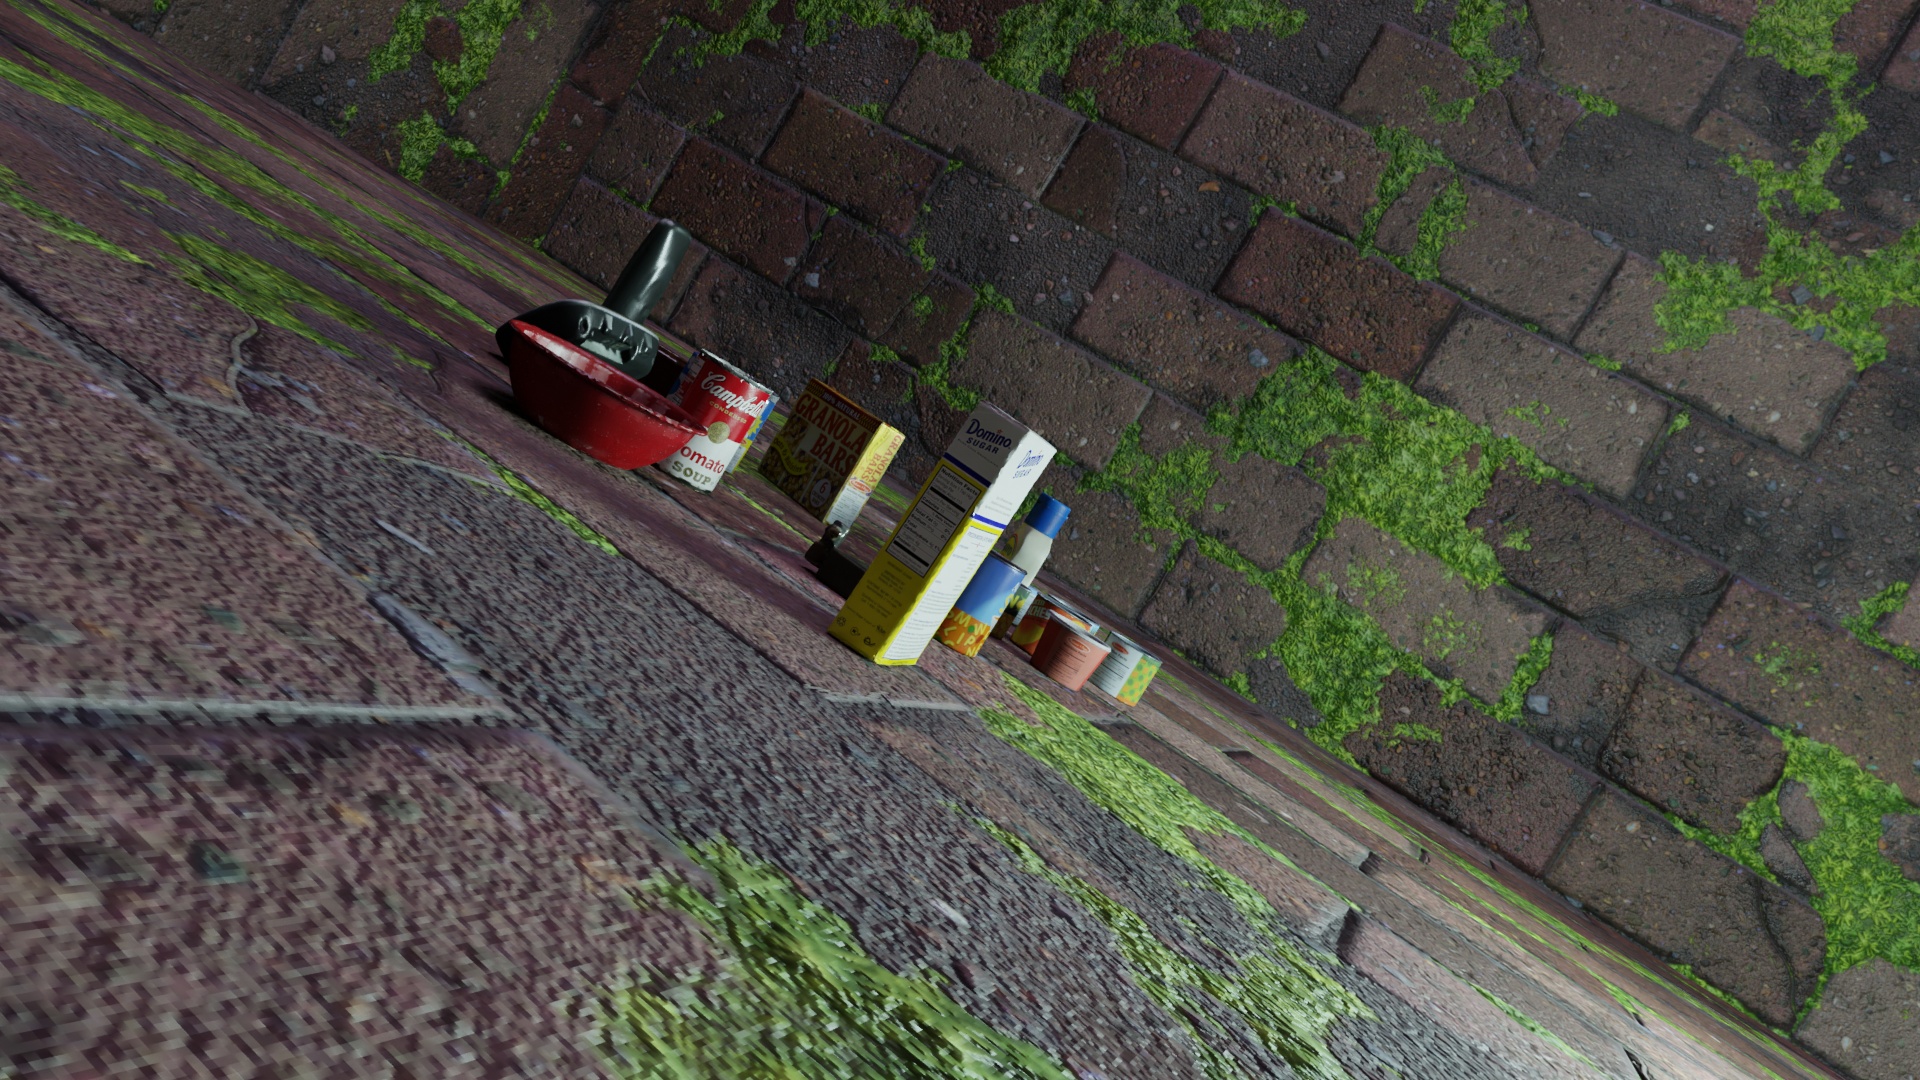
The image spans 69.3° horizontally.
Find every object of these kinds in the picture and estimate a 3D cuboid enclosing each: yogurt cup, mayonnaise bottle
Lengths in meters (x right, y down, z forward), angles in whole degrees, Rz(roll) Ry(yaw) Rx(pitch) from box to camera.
[{"bbox_3d":[0.104,0.109,1.341,0.072,0.054,0.072,31,3,-2],"label":"yogurt cup"},{"bbox_3d":[0.063,0.020,1.472,0.041,0.148,0.065,31,3,-15],"label":"mayonnaise bottle"}]

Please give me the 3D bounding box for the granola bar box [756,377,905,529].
[{"bbox_3d":[-0.145,-0.096,1.521,0.039,0.124,0.166,29,4,-41],"label":"granola bar box"}]

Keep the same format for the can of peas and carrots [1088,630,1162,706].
[{"bbox_3d":[0.178,0.140,1.514,0.071,0.058,0.071,31,3,-2],"label":"can of peas and carrots"}]

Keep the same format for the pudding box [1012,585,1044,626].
[{"bbox_3d":[0.058,0.068,1.586,0.030,0.049,0.083,33,4,34],"label":"pudding box"}]

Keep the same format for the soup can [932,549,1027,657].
[{"bbox_3d":[0.008,0.046,1.146,0.071,0.083,0.071,31,3,-2],"label":"soup can"}]

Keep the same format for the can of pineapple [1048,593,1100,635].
[{"bbox_3d":[0.111,0.100,1.507,0.071,0.058,0.071,31,3,-2],"label":"can of pineapple"}]

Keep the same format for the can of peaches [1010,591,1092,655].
[{"bbox_3d":[0.091,0.093,1.430,0.071,0.058,0.071,31,3,-2],"label":"can of peaches"}]

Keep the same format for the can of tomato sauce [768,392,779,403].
[{"bbox_3d":[-0.264,-0.153,1.643,0.071,0.083,0.071,31,3,-2],"label":"can of tomato sauce"}]

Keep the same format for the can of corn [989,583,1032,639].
[{"bbox_3d":[0.028,0.058,1.382,0.071,0.058,0.071,31,3,-2],"label":"can of corn"}]

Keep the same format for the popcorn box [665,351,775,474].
[{"bbox_3d":[-0.251,-0.131,1.411,0.038,0.085,0.127,29,4,-44],"label":"popcorn box"}]
